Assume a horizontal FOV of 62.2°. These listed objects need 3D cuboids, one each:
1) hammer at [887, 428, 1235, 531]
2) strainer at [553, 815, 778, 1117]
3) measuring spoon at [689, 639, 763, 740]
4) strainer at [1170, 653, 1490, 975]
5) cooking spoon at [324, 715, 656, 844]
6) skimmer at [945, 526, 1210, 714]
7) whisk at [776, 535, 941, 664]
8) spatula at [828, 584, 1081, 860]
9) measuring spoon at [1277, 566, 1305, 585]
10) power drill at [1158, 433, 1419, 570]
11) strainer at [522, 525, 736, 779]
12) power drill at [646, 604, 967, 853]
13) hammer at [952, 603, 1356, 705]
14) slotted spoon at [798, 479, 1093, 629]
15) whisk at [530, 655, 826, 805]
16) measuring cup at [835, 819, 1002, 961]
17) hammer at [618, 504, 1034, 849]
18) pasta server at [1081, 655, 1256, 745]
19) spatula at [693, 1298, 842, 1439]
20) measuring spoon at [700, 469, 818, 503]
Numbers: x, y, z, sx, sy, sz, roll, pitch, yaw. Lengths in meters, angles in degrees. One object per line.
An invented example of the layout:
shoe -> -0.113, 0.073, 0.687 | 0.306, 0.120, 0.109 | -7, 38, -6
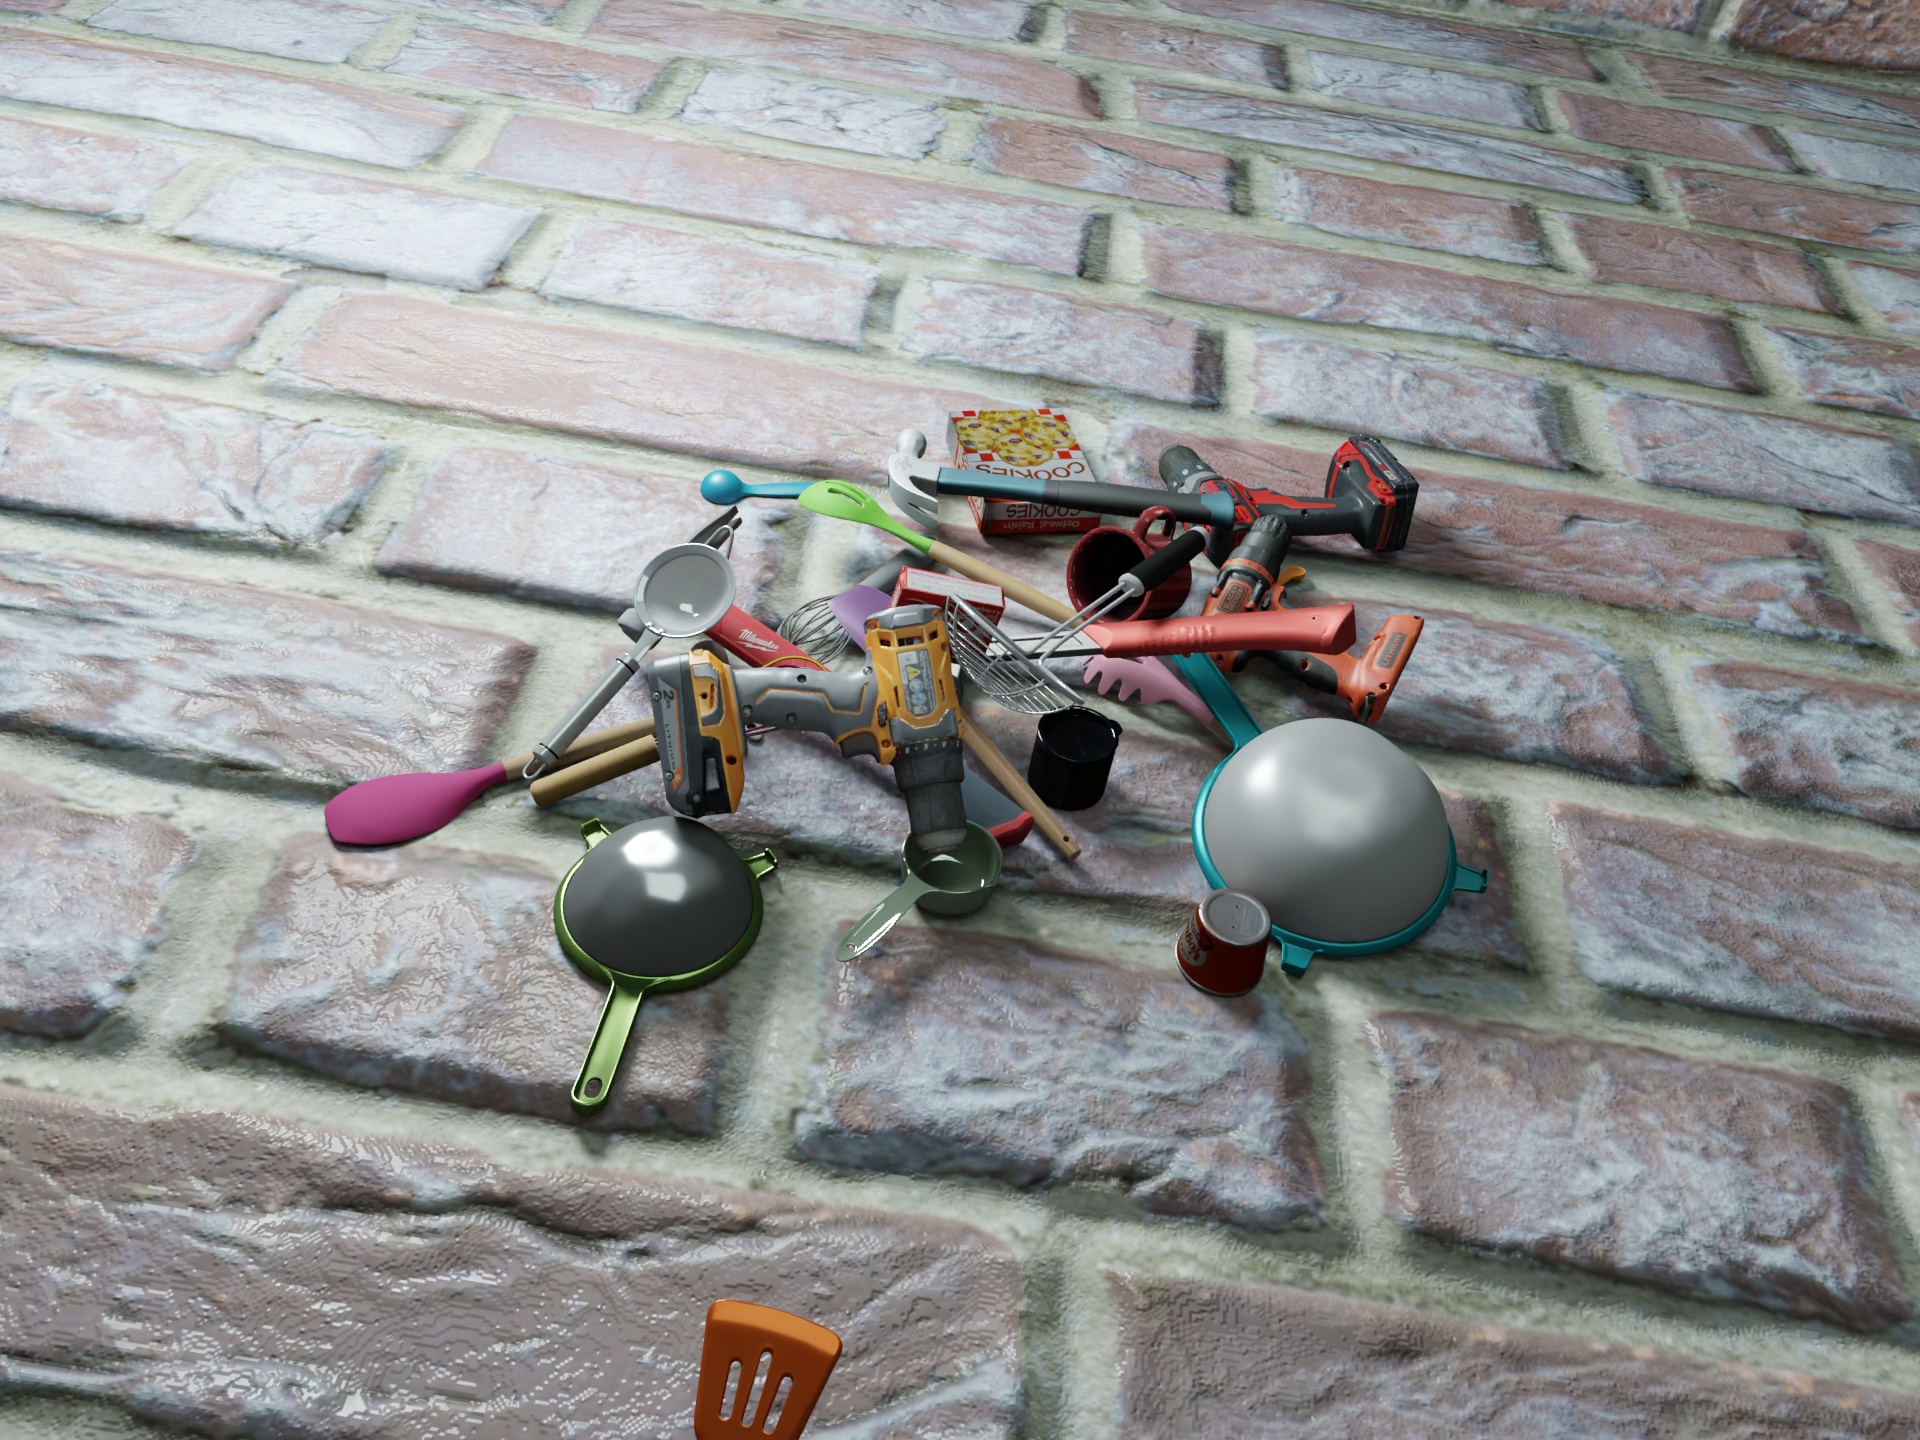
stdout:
hammer -> 0.093, -0.215, 1.500 | 0.331, 0.033, 0.128 | 7, 42, 5
strainer -> -0.223, 0.151, 1.103 | 0.151, 0.069, 0.257 | 10, 42, 1
measuring spoon -> -0.194, -0.029, 1.335 | 0.034, 0.018, 0.124 | -17, 50, -25
strainer -> 0.263, 0.025, 1.271 | 0.211, 0.095, 0.341 | -20, 57, -18
cooking spoon -> -0.333, 0.032, 1.247 | 0.319, 0.017, 0.069 | -18, 51, -25
skimmer -> 0.117, -0.105, 1.267 | 0.127, 0.090, 0.363 | 41, 45, 14
whisk -> -0.083, -0.112, 1.425 | 0.055, 0.055, 0.239 | 28, 42, 19
spatula -> -0.002, -0.004, 1.305 | 0.060, 0.018, 0.316 | -27, 62, -26
measuring spoon -> 0.289, -0.122, 1.526 | 0.117, 0.011, 0.021 | -29, 39, -30
power drill -> 0.320, -0.229, 1.597 | 0.226, 0.080, 0.188 | -9, 41, -13
strainer -> -0.260, -0.051, 1.267 | 0.087, 0.050, 0.258 | 31, 69, 21
power drill -> -0.106, 0.020, 1.178 | 0.226, 0.084, 0.185 | -9, 83, -8
hammer -> 0.150, -0.075, 1.349 | 0.359, 0.036, 0.149 | -4, 44, 16
slotted spoon -> -0.003, -0.147, 1.453 | 0.314, 0.031, 0.070 | 27, 28, 3
whisk -> -0.217, 0.009, 1.239 | 0.245, 0.047, 0.051 | -22, 20, -7
measuring cup -> -0.036, 0.136, 1.177 | 0.083, 0.038, 0.167 | 33, 50, 23
hammer -> -0.093, -0.028, 1.298 | 0.386, 0.038, 0.143 | 34, 75, 17
pasta server -> 0.236, 0.020, 1.356 | 0.316, 0.040, 0.060 | 37, 50, 21
spatula -> -0.145, 0.459, 0.814 | 0.081, 0.041, 0.323 | 15, 44, 5
measuring spoon -> -0.188, -0.232, 1.547 | 0.128, 0.021, 0.042 | -3, 45, -11
